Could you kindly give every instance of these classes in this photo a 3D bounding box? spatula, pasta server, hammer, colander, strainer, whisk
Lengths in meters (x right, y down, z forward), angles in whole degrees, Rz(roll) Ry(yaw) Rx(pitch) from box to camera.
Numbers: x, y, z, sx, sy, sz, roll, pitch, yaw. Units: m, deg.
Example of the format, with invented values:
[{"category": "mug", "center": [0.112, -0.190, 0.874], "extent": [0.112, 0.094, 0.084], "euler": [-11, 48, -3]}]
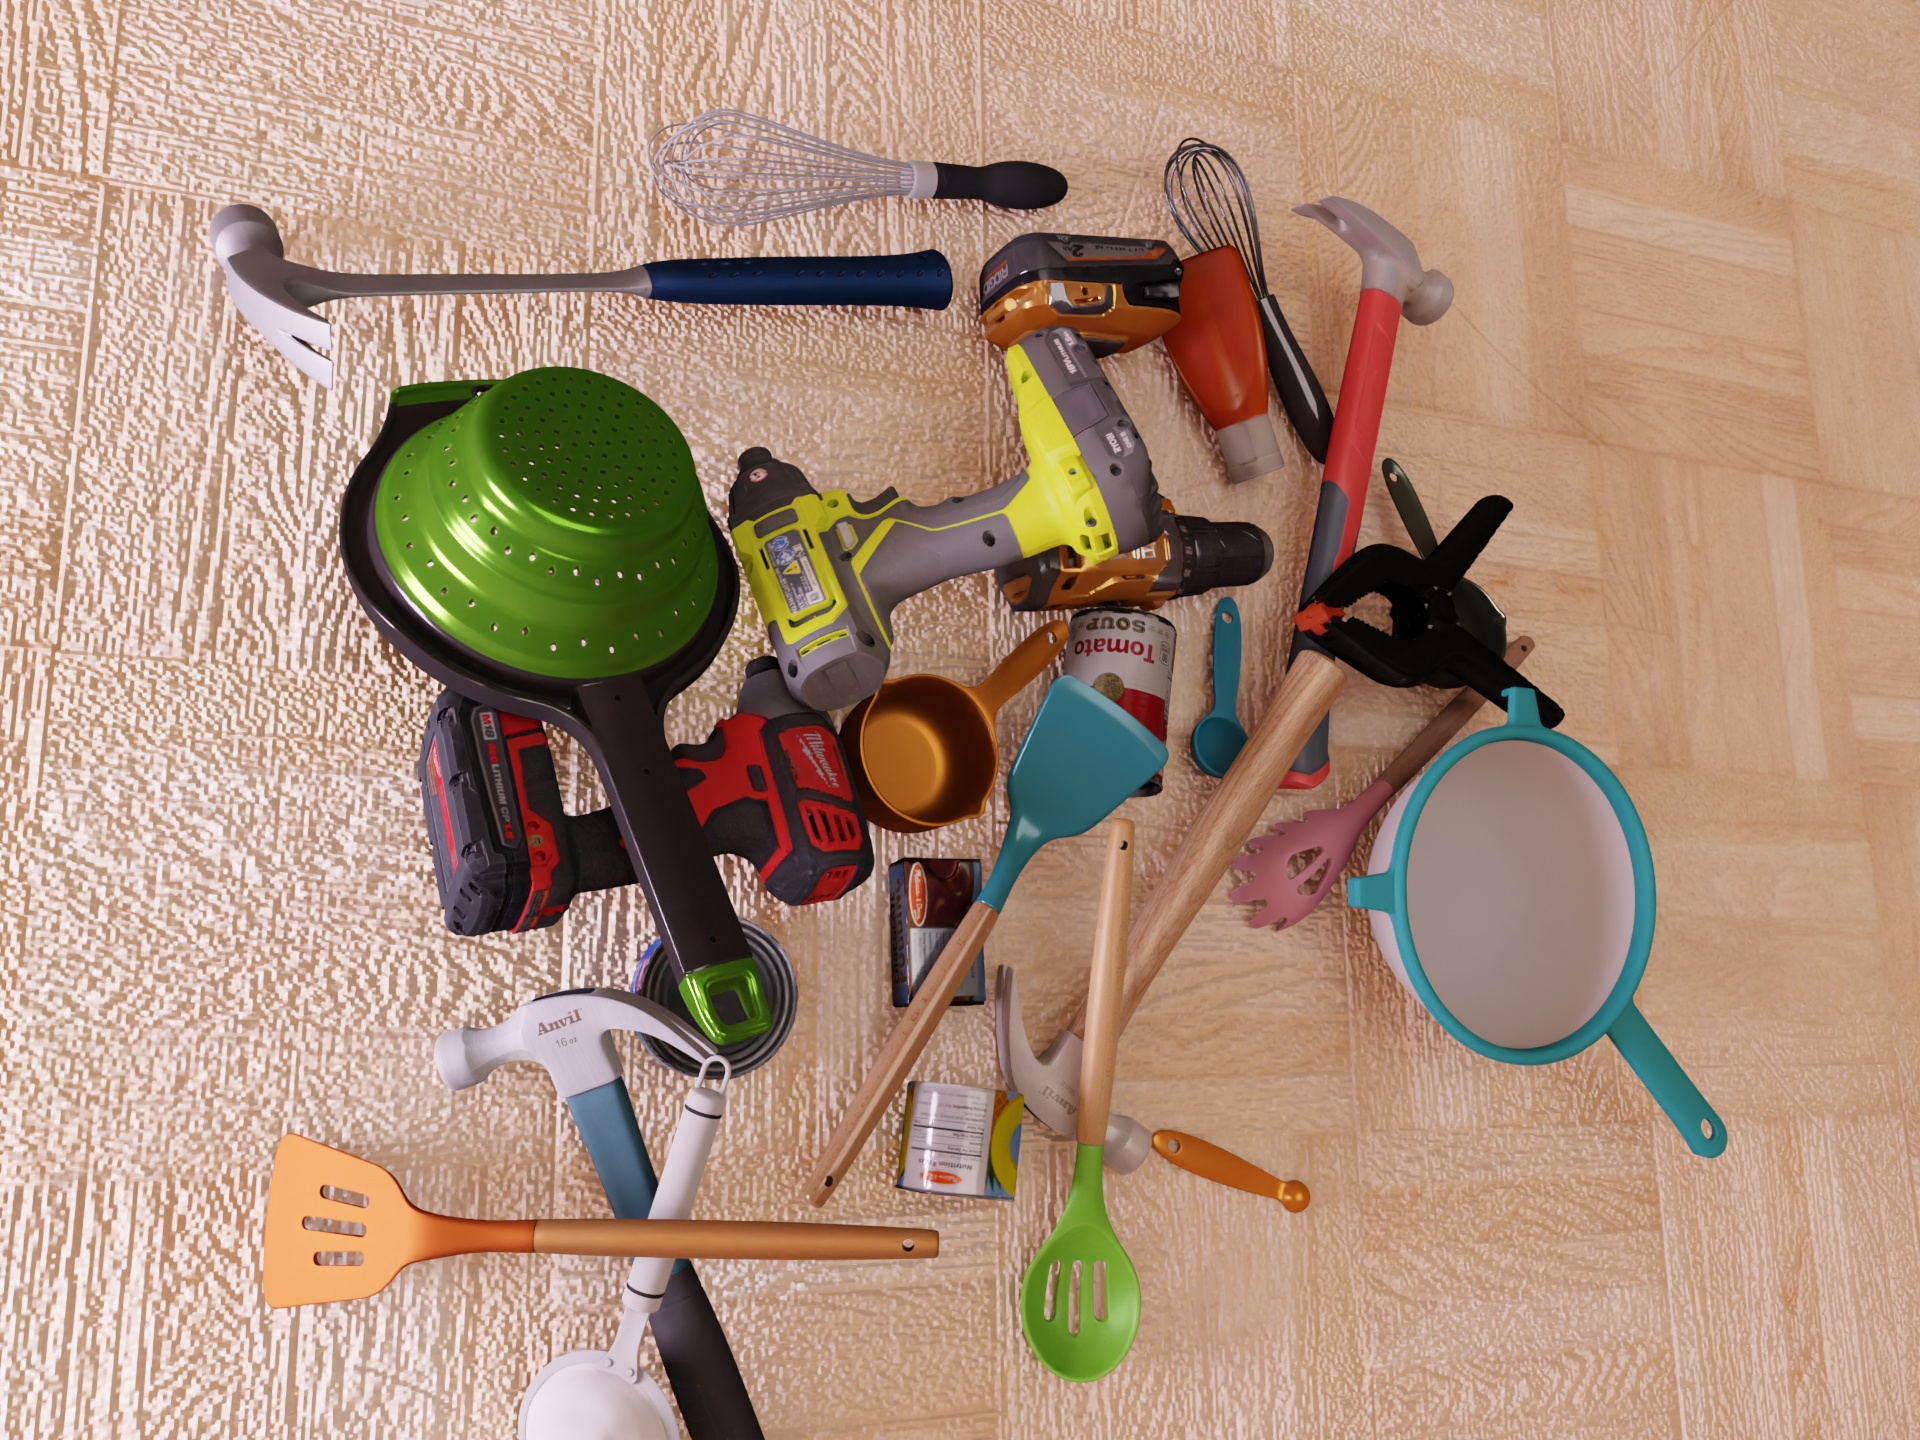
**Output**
[{"category": "spatula", "center": [0.004, 0.124, 0.873], "extent": [0.082, 0.044, 0.317], "euler": [36, 71, -13]}, {"category": "pasta server", "center": [0.293, 0.031, 1.064], "extent": [0.316, 0.040, 0.060], "euler": [-39, 96, -29]}, {"category": "hammer", "center": [0.240, -0.146, 1.042], "extent": [0.143, 0.038, 0.386], "euler": [21, 77, -37]}, {"category": "colander", "center": [-0.164, -0.040, 0.769], "extent": [0.204, 0.094, 0.397], "euler": [-10, 64, -35]}, {"category": "hammer", "center": [0.134, 0.095, 0.952], "extent": [0.130, 0.031, 0.331], "euler": [37, 76, -11]}, {"category": "strainer", "center": [-0.158, 0.285, 0.766], "extent": [0.087, 0.050, 0.258], "euler": [17, 88, 13]}, {"category": "whisk", "center": [-0.054, -0.332, 0.975], "extent": [0.284, 0.070, 0.070], "euler": [-7, 82, -29]}, {"category": "hammer", "center": [-0.184, -0.239, 0.881], "extent": [0.405, 0.035, 0.144], "euler": [-10, 43, -30]}, {"category": "hammer", "center": [-0.146, 0.291, 0.801], "extent": [0.128, 0.033, 0.331], "euler": [-20, 92, -1]}, {"category": "spatula", "center": [-0.171, 0.240, 0.744], "extent": [0.322, 0.041, 0.081], "euler": [2, 80, -1]}, {"category": "strainer", "center": [0.376, 0.158, 1.039], "extent": [0.211, 0.095, 0.340], "euler": [-45, 104, -21]}, {"category": "whisk", "center": [0.202, -0.282, 1.077], "extent": [0.055, 0.055, 0.239], "euler": [-29, 96, -26]}]

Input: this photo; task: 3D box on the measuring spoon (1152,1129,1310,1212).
[{"category": "measuring spoon", "center": [0.166, 0.273, 0.964], "extent": [0.116, 0.011, 0.021], "euler": [26, 70, -17]}]

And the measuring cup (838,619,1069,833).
[{"category": "measuring cup", "center": [-0.001, -0.003, 0.930], "extent": [0.174, 0.052, 0.095], "euler": [-42, 99, -32]}]

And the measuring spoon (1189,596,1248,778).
[{"category": "measuring spoon", "center": [0.166, -0.020, 1.027], "extent": [0.042, 0.021, 0.129], "euler": [16, 64, -19]}]

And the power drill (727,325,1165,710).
[{"category": "power drill", "center": [-0.016, -0.121, 0.881], "extent": [0.223, 0.080, 0.171], "euler": [-24, 59, 1]}]

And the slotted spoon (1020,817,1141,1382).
[{"category": "slotted spoon", "center": [0.078, 0.211, 0.894], "extent": [0.070, 0.031, 0.314], "euler": [5, 91, -9]}]

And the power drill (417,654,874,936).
[{"category": "power drill", "center": [-0.161, 0.033, 0.832], "extent": [0.219, 0.078, 0.143], "euler": [-4, 62, -29]}]

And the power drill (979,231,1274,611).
[{"category": "power drill", "center": [0.105, -0.181, 0.998], "extent": [0.185, 0.084, 0.226], "euler": [-4, 85, -24]}]

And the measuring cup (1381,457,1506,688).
[{"category": "measuring cup", "center": [0.317, -0.100, 1.097], "extent": [0.083, 0.038, 0.168], "euler": [-13, 76, -26]}]
